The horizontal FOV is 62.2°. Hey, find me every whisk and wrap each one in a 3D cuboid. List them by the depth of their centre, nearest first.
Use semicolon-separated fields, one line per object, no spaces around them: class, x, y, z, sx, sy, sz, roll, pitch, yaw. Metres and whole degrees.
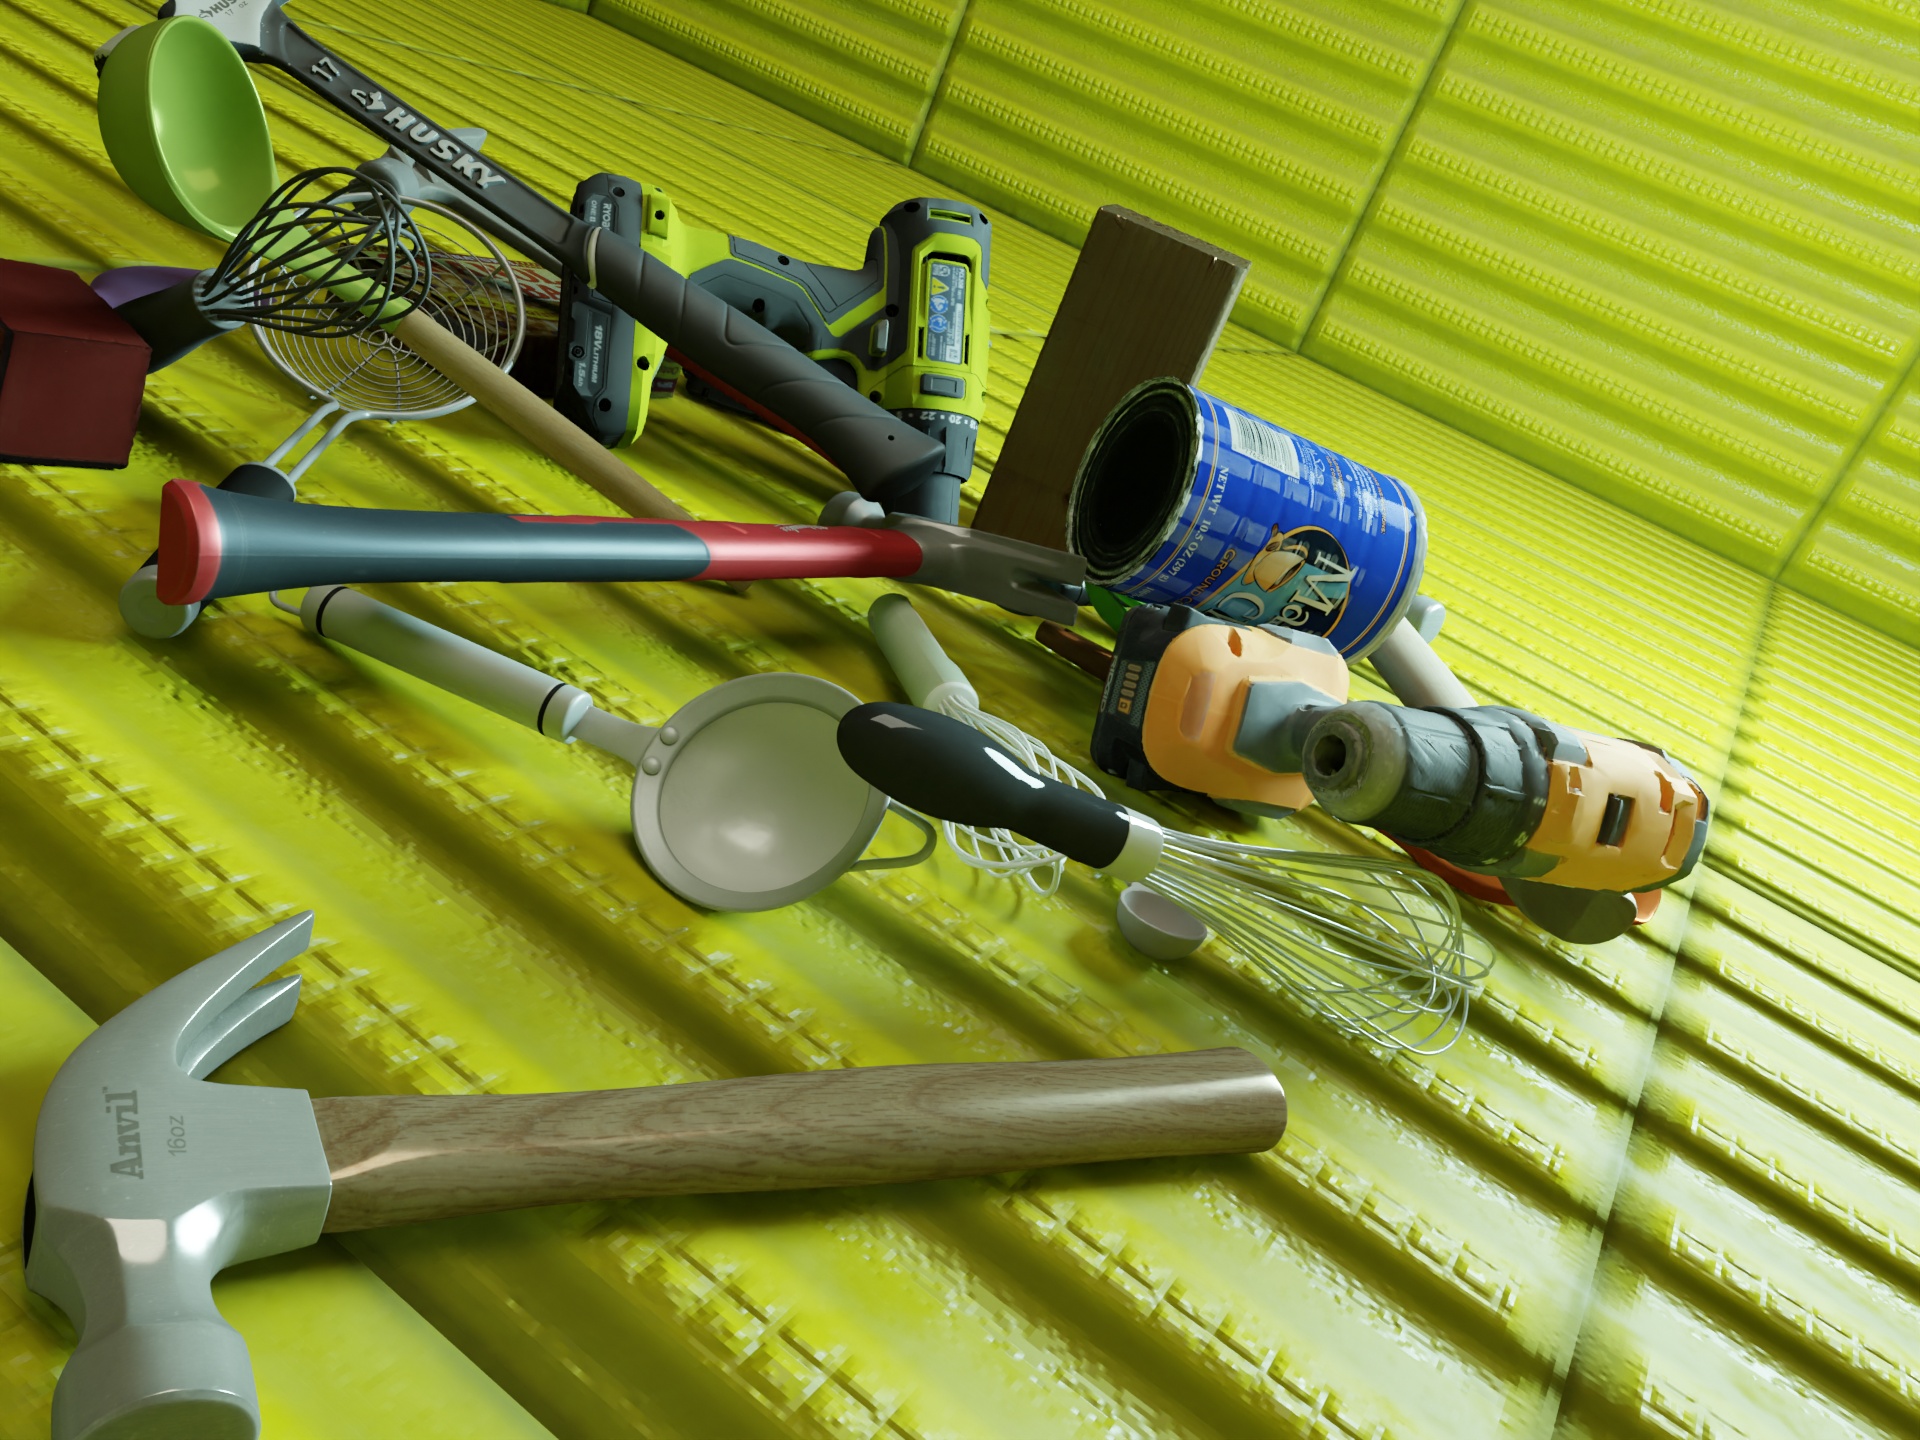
whisk;0.078;0.052;0.530;0.284;0.070;0.070;23;19;-30
whisk;-0.274;-0.155;0.594;0.239;0.055;0.055;-3;2;40
whisk;-0.001;-0.002;0.652;0.059;0.057;0.247;-19;29;-8

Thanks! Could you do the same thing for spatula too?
spatula;-0.401;-0.178;0.693;0.060;0.018;0.316;22;21;-2
spatula;0.178;0.021;0.778;0.323;0.041;0.081;30;24;18

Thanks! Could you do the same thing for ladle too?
ladle;-0.202;-0.156;0.659;0.320;0.062;0.078;38;38;-27

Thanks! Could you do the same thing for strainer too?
strainer;-0.124;0.001;0.532;0.258;0.050;0.087;23;65;12

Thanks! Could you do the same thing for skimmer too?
skimmer;-0.261;-0.141;0.648;0.127;0.090;0.364;18;23;-15

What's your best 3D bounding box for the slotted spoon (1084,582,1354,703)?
slotted spoon;0.191;-0.006;0.827;0.313;0.031;0.070;28;31;-12

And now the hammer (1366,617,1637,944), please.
hammer;0.238;-0.028;0.822;0.146;0.038;0.411;14;29;-19

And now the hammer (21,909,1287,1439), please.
hammer;-0.043;0.101;0.396;0.331;0.031;0.130;6;28;-37

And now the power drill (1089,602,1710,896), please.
power drill;0.147;0.010;0.630;0.185;0.084;0.226;10;6;-36

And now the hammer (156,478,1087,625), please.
hammer;-0.105;-0.062;0.604;0.143;0.038;0.386;19;15;32

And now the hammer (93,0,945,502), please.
hammer;-0.183;-0.228;0.740;0.409;0.036;0.149;34;60;1

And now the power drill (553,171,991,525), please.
power drill;-0.094;-0.188;0.843;0.228;0.190;0.080;4;-2;-19

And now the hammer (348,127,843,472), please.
hammer;-0.161;-0.224;0.917;0.359;0.036;0.149;32;26;-7

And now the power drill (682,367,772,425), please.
power drill;-0.102;-0.259;1.098;0.187;0.080;0.227;18;20;-14

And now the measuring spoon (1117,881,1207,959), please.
measuring spoon;0.062;0.061;0.618;0.034;0.018;0.124;16;16;-18

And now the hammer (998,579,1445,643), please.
hammer;0.143;-0.079;0.922;0.331;0.033;0.128;-4;30;-43
